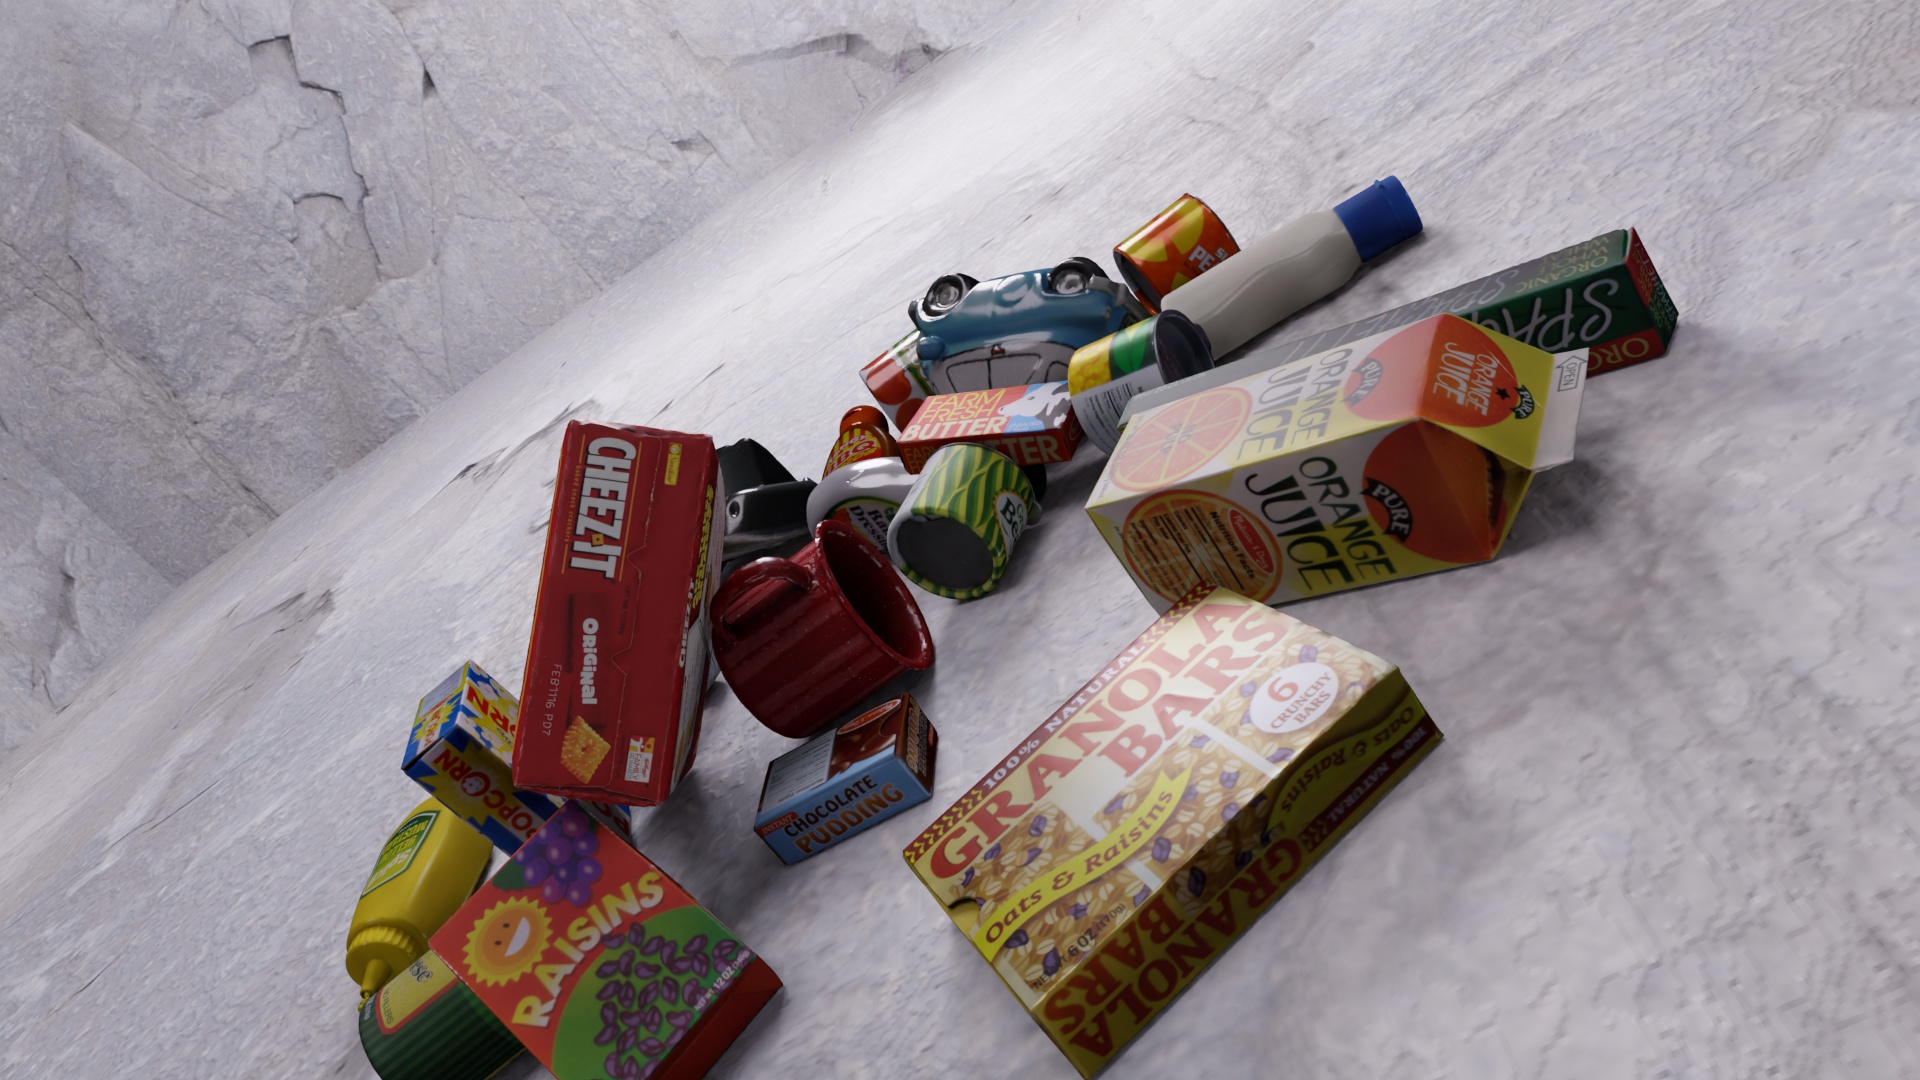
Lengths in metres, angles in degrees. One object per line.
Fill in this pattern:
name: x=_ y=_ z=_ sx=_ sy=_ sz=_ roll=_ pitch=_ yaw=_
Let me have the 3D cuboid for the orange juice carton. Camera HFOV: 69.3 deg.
orange juice carton: x=0.155 y=-0.030 z=0.566 sx=0.192 sy=0.073 sz=0.072 roll=-16 pitch=31 yaw=39

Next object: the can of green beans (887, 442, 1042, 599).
can of green beans: x=0.000 y=-0.010 z=0.754 sx=0.071 sy=0.071 sz=0.058 roll=-18 pitch=30 yaw=37

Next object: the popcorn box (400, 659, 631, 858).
popcorn box: x=-0.232 y=0.131 z=0.740 sx=0.038 sy=0.126 sz=0.085 roll=-41 pitch=23 yaw=2

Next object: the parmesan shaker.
parmesan shaker: x=-0.218 y=0.209 z=0.648 sx=0.103 sy=0.071 sz=0.071 roll=-39 pitch=23 yaw=-4

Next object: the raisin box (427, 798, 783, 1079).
raisin box: x=-0.148 y=0.176 z=0.579 sx=0.123 sy=0.040 sz=0.086 roll=29 pitch=65 yaw=30

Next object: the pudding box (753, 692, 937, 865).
pudding box: x=-0.053 y=0.111 z=0.648 sx=0.083 sy=0.030 sz=0.050 roll=-29 pitch=23 yaw=17

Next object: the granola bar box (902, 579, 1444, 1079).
granola bar box: x=0.069 y=0.093 z=0.500 sx=0.166 sy=0.039 sz=0.124 roll=-41 pitch=23 yaw=-10

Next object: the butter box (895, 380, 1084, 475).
butter box: x=0.020 y=-0.064 z=0.781 sx=0.103 sy=0.024 sz=0.053 roll=-4 pitch=35 yaw=26

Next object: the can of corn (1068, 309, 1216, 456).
can of corn: x=0.101 y=-0.086 z=0.755 sx=0.058 sy=0.071 sz=0.071 roll=-20 pitch=28 yaw=36

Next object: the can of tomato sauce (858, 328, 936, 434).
can of tomato sauce: x=-0.021 y=-0.118 z=0.984 sx=0.083 sy=0.071 sz=0.071 roll=-36 pitch=23 yaw=3

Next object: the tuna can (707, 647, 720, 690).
tuna can: x=-0.184 y=0.073 z=0.855 sx=0.071 sy=0.071 sz=0.033 roll=-19 pitch=27 yaw=36

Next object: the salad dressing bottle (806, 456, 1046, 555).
salad dressing bottle: x=-0.021 y=-0.026 z=0.828 sx=0.147 sy=0.064 sz=0.044 roll=-13 pitch=44 yaw=30

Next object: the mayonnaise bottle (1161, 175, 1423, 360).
mayonnaise bottle: x=0.188 y=-0.155 z=0.796 sx=0.148 sy=0.041 sz=0.065 roll=-29 pitch=26 yaw=16

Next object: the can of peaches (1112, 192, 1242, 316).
can of peaches: x=0.138 y=-0.172 z=0.867 sx=0.058 sy=0.071 sz=0.071 roll=-37 pitch=23 yaw=0

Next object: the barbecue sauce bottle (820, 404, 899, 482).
barbecue sauce bottle: x=-0.066 y=-0.051 z=0.953 sx=0.065 sy=0.043 sz=0.149 roll=-34 pitch=23 yaw=12

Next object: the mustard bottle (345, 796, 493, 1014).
mustard bottle: x=-0.320 y=0.212 z=0.809 sx=0.065 sy=0.048 sz=0.161 roll=-33 pitch=23 yaw=13

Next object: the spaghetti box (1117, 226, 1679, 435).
spaghetti box: x=0.187 y=-0.075 z=0.635 sx=0.249 sy=0.050 sz=0.029 roll=-16 pitch=33 yaw=39

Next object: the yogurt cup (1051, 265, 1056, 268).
yogurt cup: x=0.071 y=-0.151 z=0.934 sx=0.072 sy=0.054 sz=0.073 roll=-30 pitch=25 yaw=16
